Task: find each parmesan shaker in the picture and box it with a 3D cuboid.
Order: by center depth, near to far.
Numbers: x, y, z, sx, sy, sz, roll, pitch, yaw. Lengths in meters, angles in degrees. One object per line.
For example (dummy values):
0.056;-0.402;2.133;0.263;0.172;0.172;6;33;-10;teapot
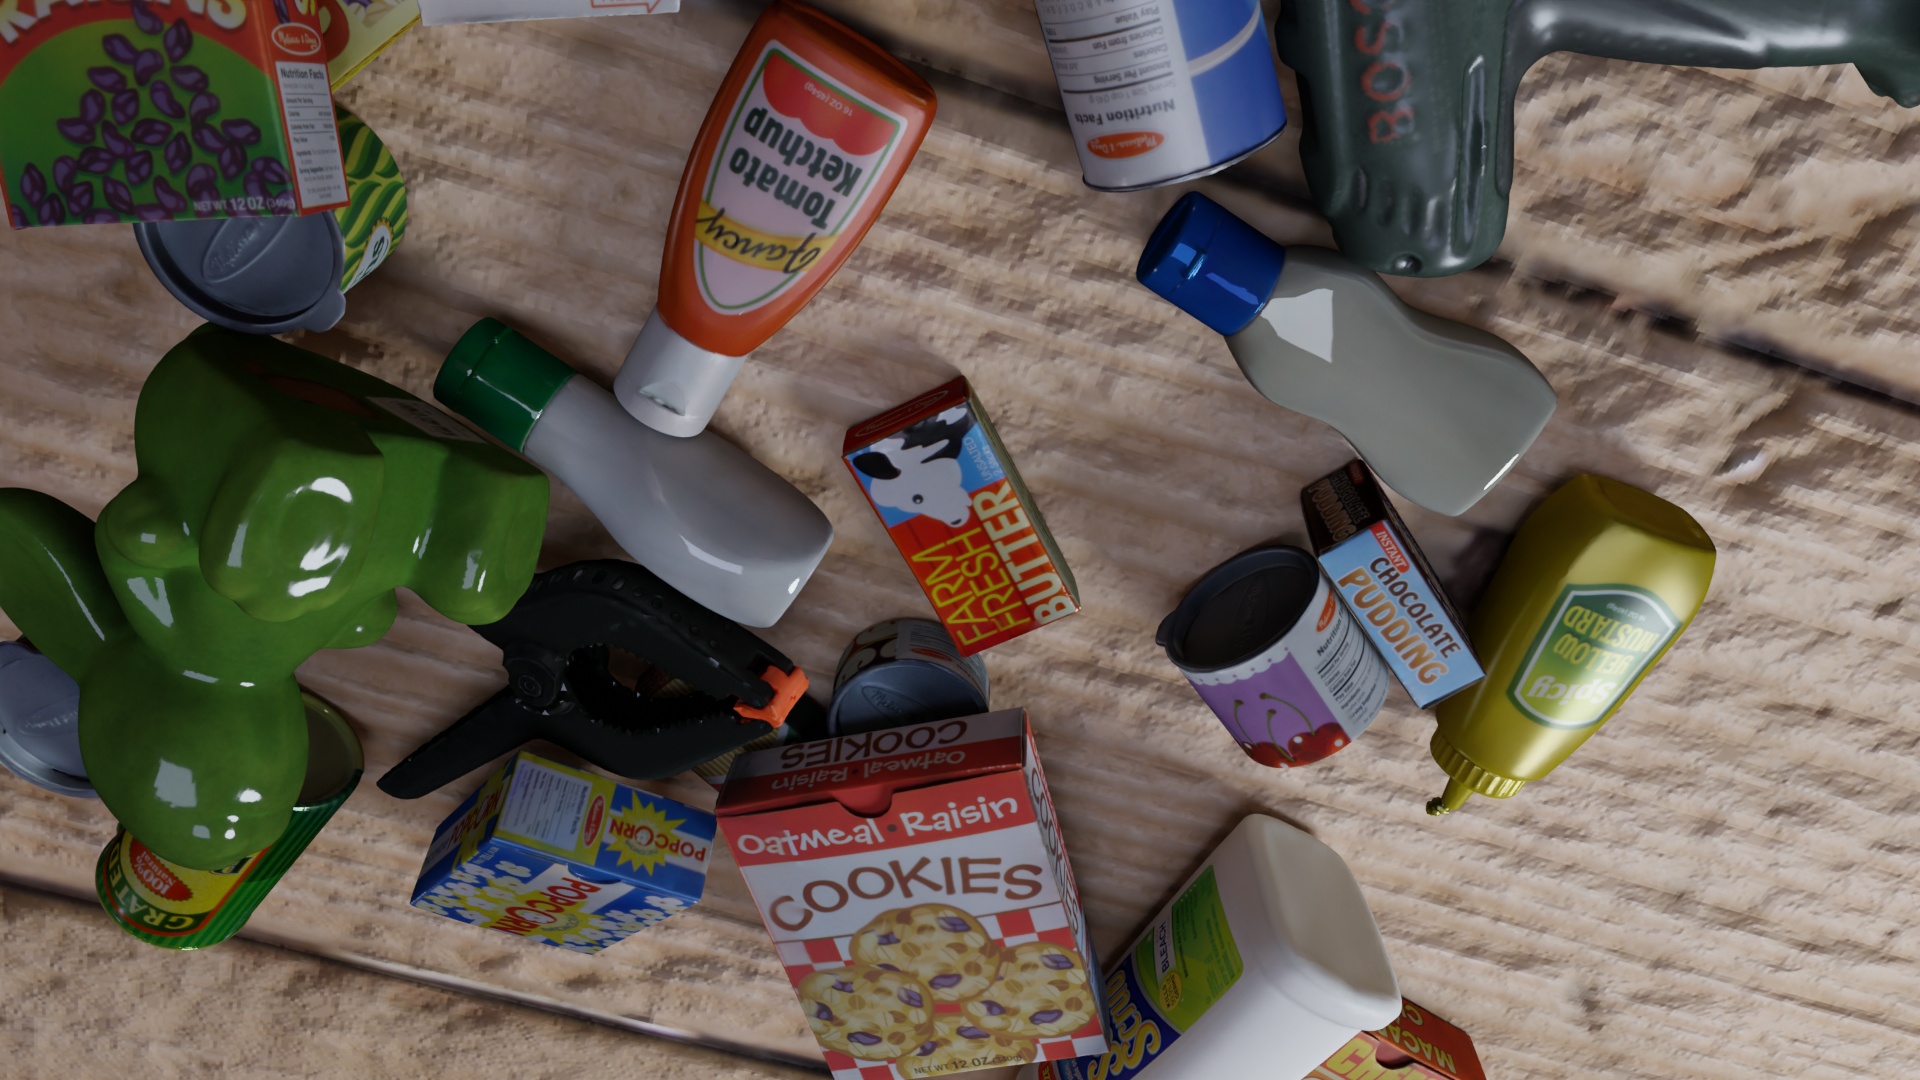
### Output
-0.310;0.114;0.587;0.071;0.071;0.102;37;114;-17;parmesan shaker

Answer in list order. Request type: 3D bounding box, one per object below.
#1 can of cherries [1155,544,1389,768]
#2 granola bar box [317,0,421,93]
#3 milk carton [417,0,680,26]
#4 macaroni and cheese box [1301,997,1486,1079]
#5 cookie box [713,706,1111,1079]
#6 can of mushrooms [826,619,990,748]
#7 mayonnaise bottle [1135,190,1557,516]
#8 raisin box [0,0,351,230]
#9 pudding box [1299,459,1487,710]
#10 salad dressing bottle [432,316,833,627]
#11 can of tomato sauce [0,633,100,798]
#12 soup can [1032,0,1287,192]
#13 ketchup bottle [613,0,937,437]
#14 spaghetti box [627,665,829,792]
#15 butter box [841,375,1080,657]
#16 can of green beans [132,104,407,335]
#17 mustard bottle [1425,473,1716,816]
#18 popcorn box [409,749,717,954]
0.120;0.045;0.536;0.071;0.072;0.058;-32;114;18;can of cherries
-0.209;-0.231;0.407;0.124;0.039;0.165;-31;114;16;granola bar box
-0.119;-0.232;0.351;0.072;0.073;0.190;-10;107;-17;milk carton
0.152;0.280;0.678;0.123;0.040;0.165;31;116;-15;macaroni and cheese box
-0.014;0.153;0.575;0.123;0.040;0.166;-11;120;9;cookie box
-0.022;0.069;0.571;0.071;0.033;0.070;0;119;1;can of mushrooms
0.132;-0.069;0.486;0.148;0.041;0.064;30;114;-13;mayonnaise bottle
-0.231;-0.153;0.392;0.086;0.040;0.123;-2;107;3;raisin box
0.163;0.017;0.526;0.030;0.050;0.083;-30;113;19;pudding box
-0.119;-0.026;0.508;0.147;0.064;0.043;34;125;-7;salad dressing bottle
-0.326;0.046;0.539;0.071;0.083;0.070;1;119;1;can of tomato sauce
0.060;-0.160;0.425;0.071;0.072;0.083;-15;117;10;soup can
-0.070;-0.103;0.471;0.065;0.044;0.148;29;117;-14;ketchup bottle
-0.036;0.133;0.609;0.050;0.029;0.249;-37;112;21;spaghetti box
0.002;-0.007;0.533;0.053;0.024;0.103;-23;116;13;butter box
-0.228;-0.110;0.464;0.071;0.058;0.071;1;119;1;can of green beans
0.226;0.053;0.545;0.065;0.049;0.159;18;118;-6;mustard bottle
-0.165;0.132;0.571;0.085;0.038;0.126;25;145;-23;popcorn box
